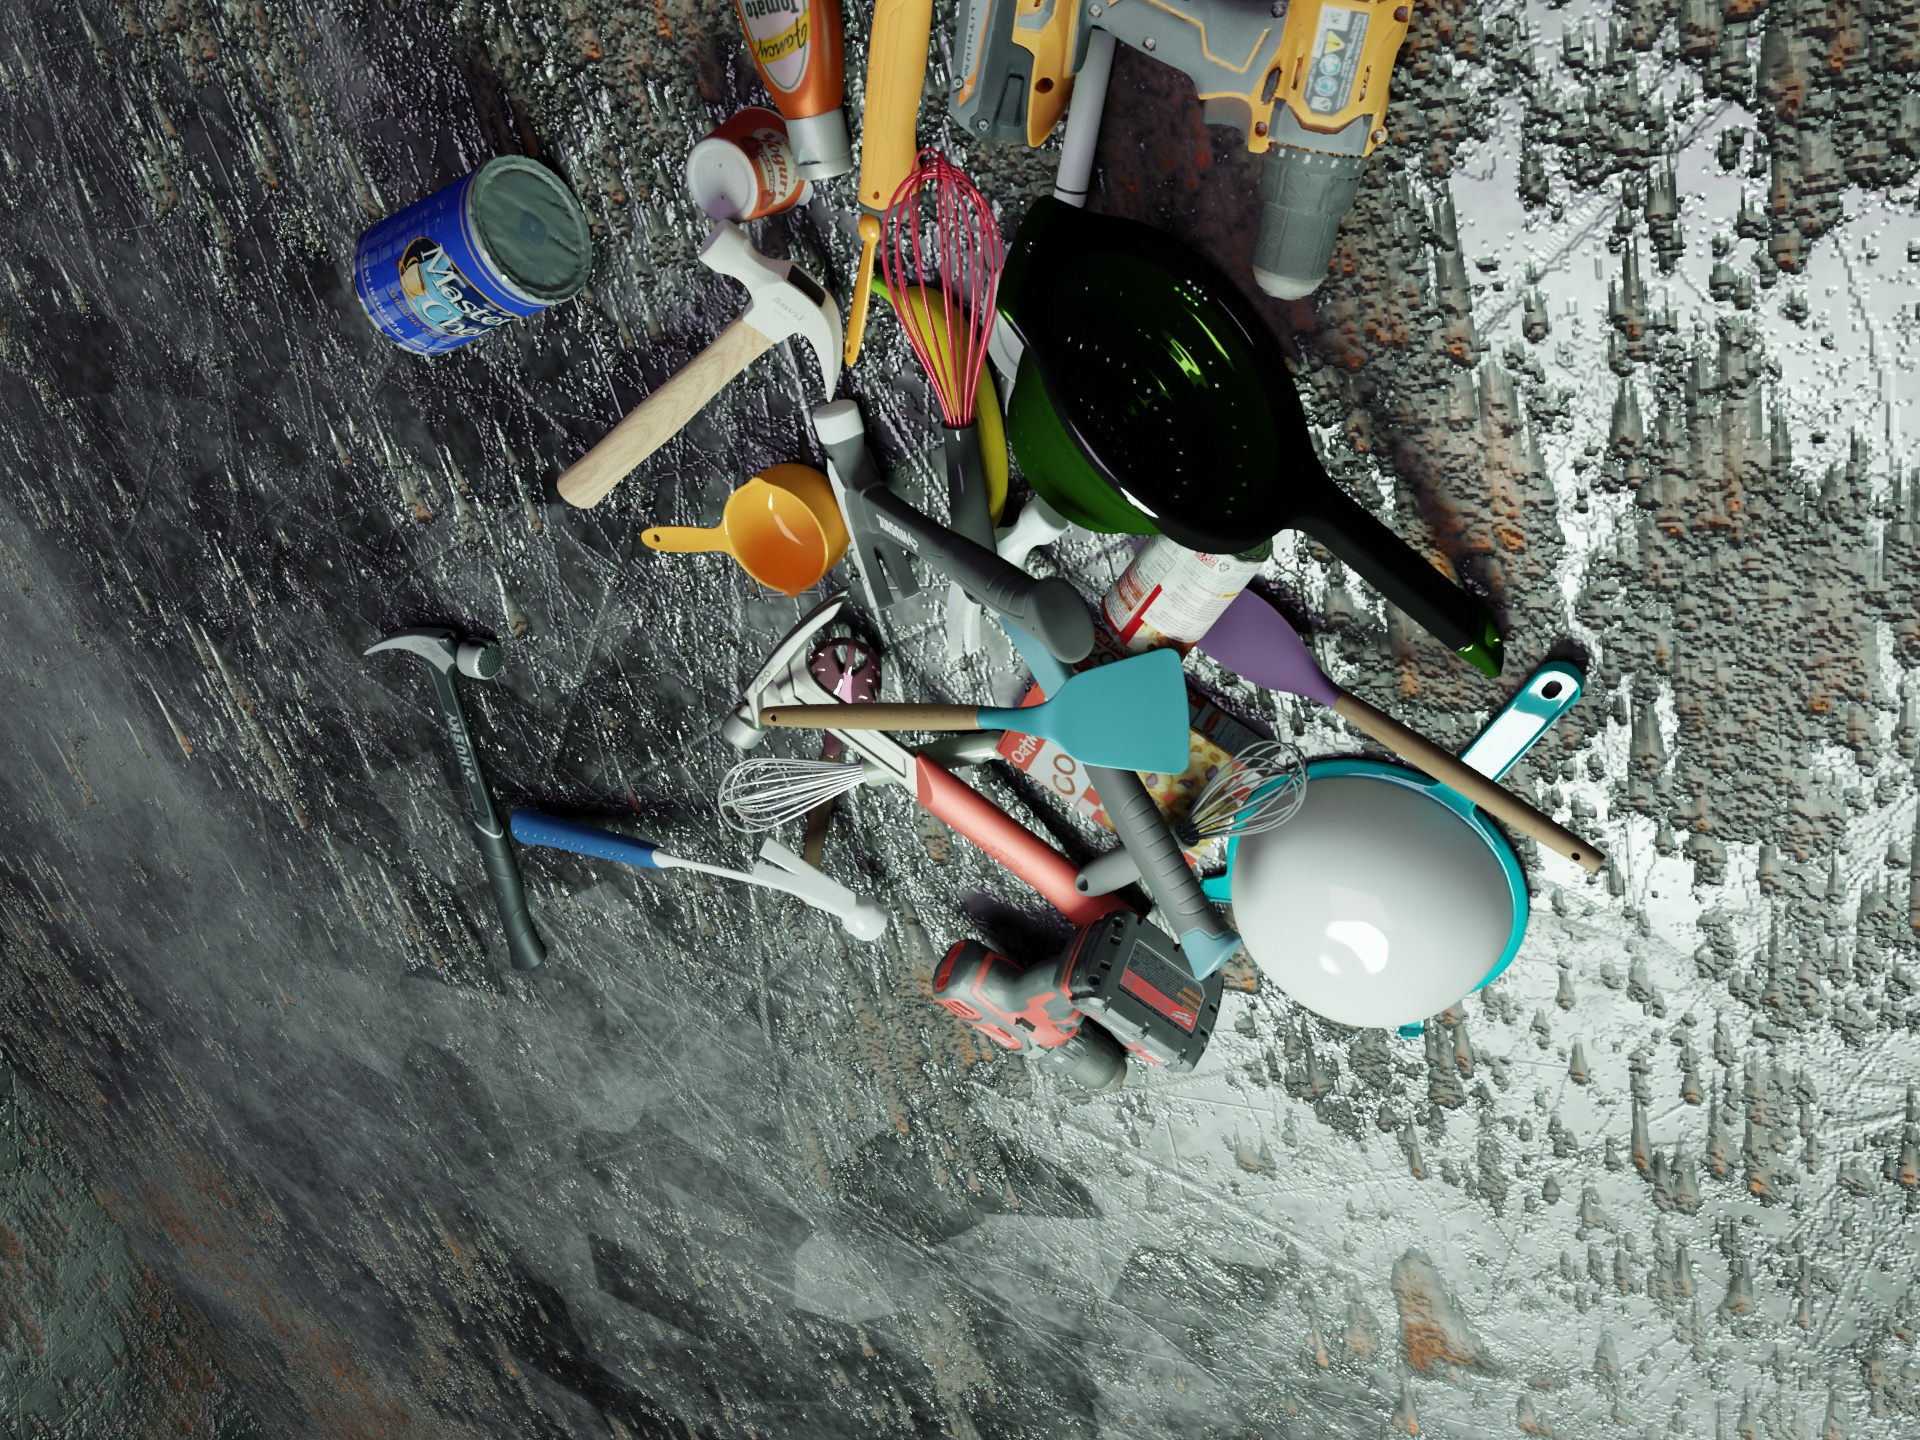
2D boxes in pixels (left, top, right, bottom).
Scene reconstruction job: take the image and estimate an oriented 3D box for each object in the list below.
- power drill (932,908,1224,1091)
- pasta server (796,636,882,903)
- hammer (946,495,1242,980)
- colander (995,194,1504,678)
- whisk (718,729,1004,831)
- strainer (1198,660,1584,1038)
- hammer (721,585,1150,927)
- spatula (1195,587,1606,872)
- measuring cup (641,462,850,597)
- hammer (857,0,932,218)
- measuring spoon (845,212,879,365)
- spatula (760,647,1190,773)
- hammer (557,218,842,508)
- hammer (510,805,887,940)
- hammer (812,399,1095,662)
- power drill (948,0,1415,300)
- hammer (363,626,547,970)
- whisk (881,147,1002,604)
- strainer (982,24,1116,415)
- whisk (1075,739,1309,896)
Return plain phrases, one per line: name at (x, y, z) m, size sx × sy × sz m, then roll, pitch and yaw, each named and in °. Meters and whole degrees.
power drill at (0.103, 0.229, 1.235) m, size 0.187 × 0.080 × 0.226 m, roll 37°, pitch 151°, yaw -19°
pasta server at (-0.110, 0.048, 1.295) m, size 0.060 × 0.040 × 0.316 m, roll 14°, pitch 132°, yaw -1°
hammer at (0.094, 0.021, 1.069) m, size 0.128 × 0.033 × 0.331 m, roll -34°, pitch 83°, yaw 42°
colander at (0.157, -0.129, 0.928) m, size 0.396 × 0.205 × 0.094 m, roll 35°, pitch 141°, yaw -20°
whisk at (-0.079, 0.042, 1.234) m, size 0.246 × 0.057 × 0.059 m, roll -12°, pitch 79°, yaw 18°
strainer at (0.293, 0.097, 1.044) m, size 0.211 × 0.095 × 0.340 m, roll 34°, pitch 134°, yaw 6°
hammer at (0.004, 0.057, 1.187) m, size 0.359 × 0.037 × 0.149 m, roll 37°, pitch 117°, yaw -12°
spatula at (0.261, -0.001, 0.999) m, size 0.316 × 0.018 × 0.059 m, roll 37°, pitch 130°, yaw 25°
measuring cup at (-0.158, -0.145, 1.178) m, size 0.174 × 0.052 × 0.095 m, roll 4°, pitch 123°, yaw 32°
hammer at (-0.034, -0.450, 0.893) m, size 0.127 × 0.034 × 0.336 m, roll 22°, pitch 131°, yaw 16°
measuring spoon at (-0.068, -0.280, 1.039) m, size 0.116 × 0.011 × 0.021 m, roll 107°, pitch 145°, yaw -48°
spatula at (-0.002, -0.003, 1.074) m, size 0.317 × 0.044 × 0.082 m, roll 1°, pitch 105°, yaw 31°
hammer at (-0.199, -0.228, 1.136) m, size 0.130 × 0.031 × 0.331 m, roll 32°, pitch 144°, yaw -26°
hammer at (-0.257, 0.119, 1.393) m, size 0.406 × 0.035 × 0.143 m, roll 8°, pitch 158°, yaw 37°
hammer at (-0.007, -0.101, 0.995) m, size 0.335 × 0.035 × 0.146 m, roll 40°, pitch 151°, yaw 58°
power drill at (0.112, -0.331, 0.838) m, size 0.226 × 0.084 × 0.185 m, roll 14°, pitch 122°, yaw 10°
hammer at (-0.468, 0.086, 1.545) m, size 0.149 × 0.036 × 0.408 m, roll 13°, pitch 128°, yaw 25°
whisk at (-0.003, -0.202, 0.985) m, size 0.073 × 0.073 × 0.295 m, roll 10°, pitch 127°, yaw 25°
strainer at (0.065, -0.301, 0.937) m, size 0.087 × 0.050 × 0.258 m, roll 27°, pitch 127°, yaw 23°
whisk at (0.153, 0.074, 1.094) m, size 0.055 × 0.055 × 0.239 m, roll 47°, pitch 137°, yaw -6°
